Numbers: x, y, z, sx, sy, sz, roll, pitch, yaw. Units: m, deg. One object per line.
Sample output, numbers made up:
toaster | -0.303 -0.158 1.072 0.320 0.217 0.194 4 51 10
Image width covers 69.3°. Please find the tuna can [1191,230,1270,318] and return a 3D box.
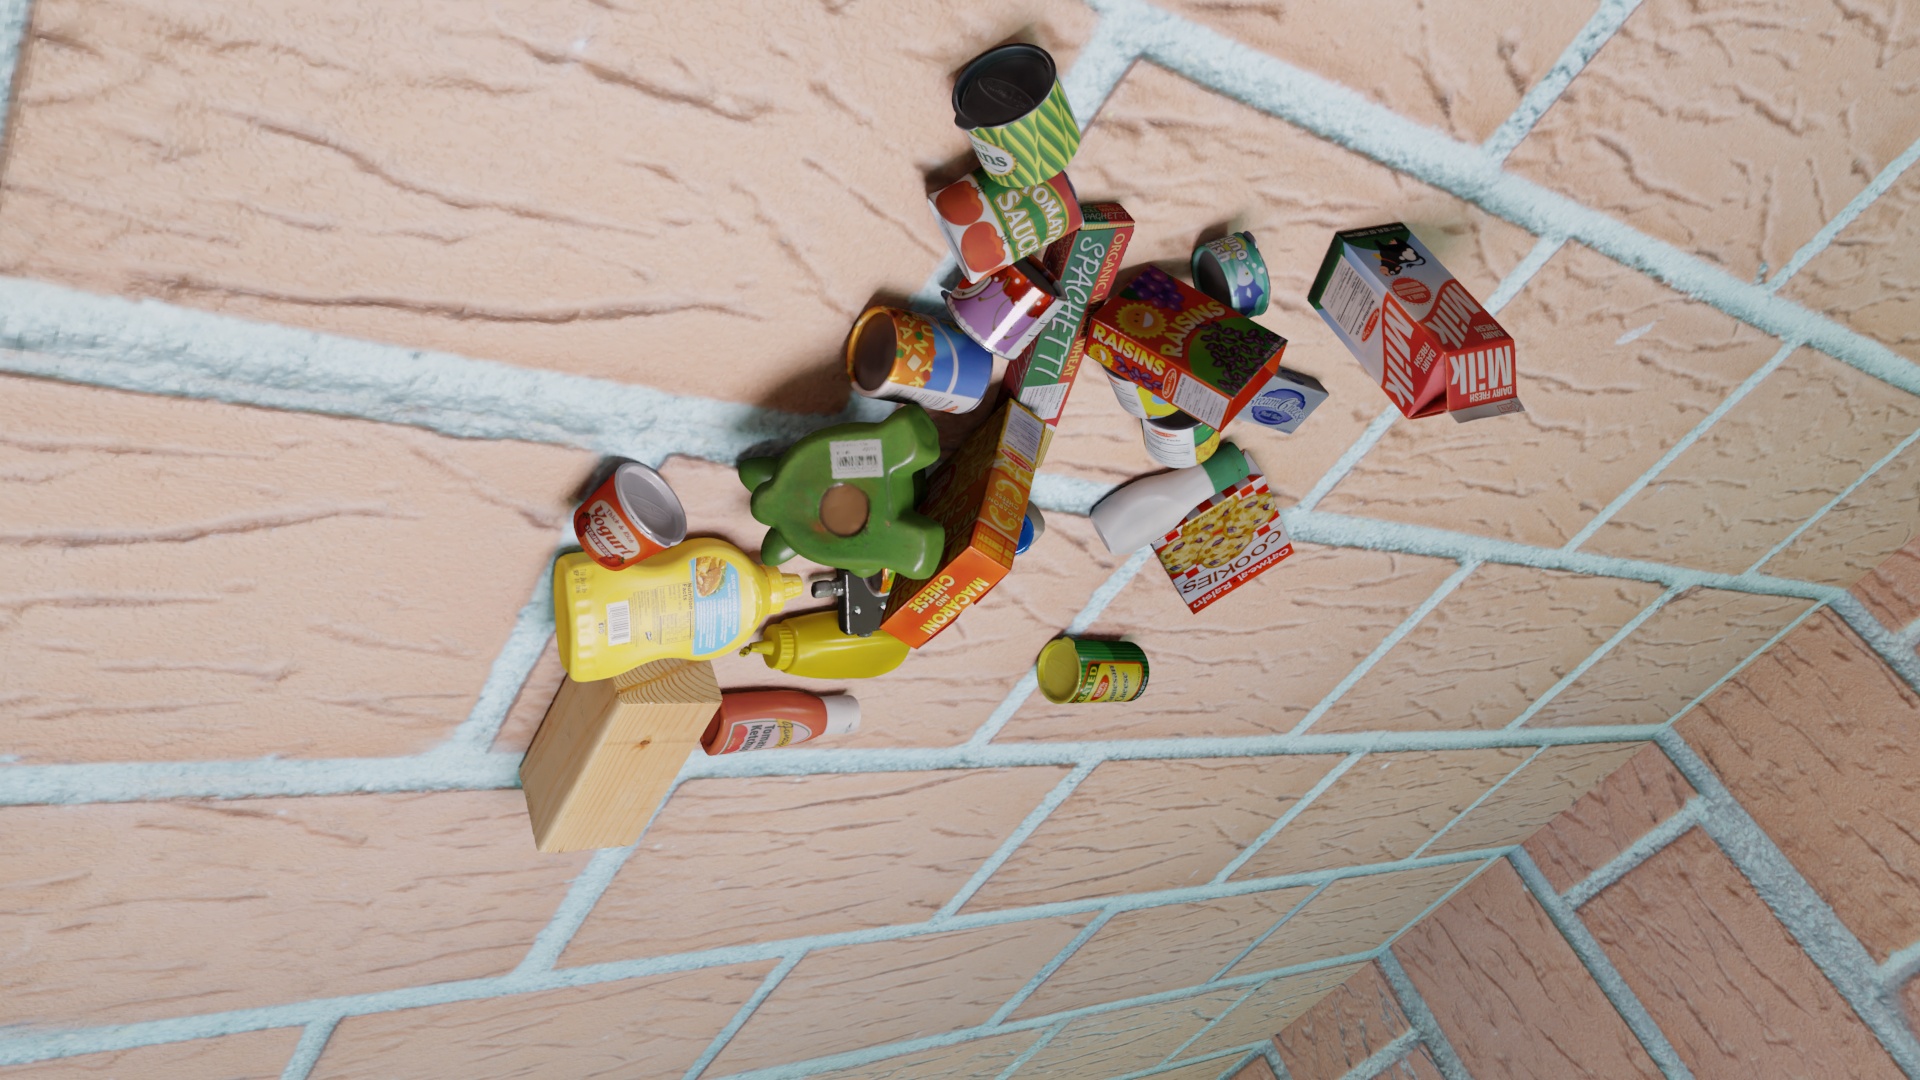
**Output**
tuna can | 0.205 -0.200 1.056 0.033 0.071 0.070 -20 145 -11

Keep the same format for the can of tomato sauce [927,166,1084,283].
can of tomato sauce | 0.030 -0.215 0.909 0.083 0.071 0.071 -28 146 1

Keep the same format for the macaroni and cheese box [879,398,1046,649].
macaroni and cheese box | 0.004 -0.013 1.053 0.040 0.167 0.123 33 133 -17

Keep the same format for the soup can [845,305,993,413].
soup can | -0.029 -0.131 0.984 0.084 0.071 0.071 6 133 -39

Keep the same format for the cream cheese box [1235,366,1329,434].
cream cheese box | 0.278 -0.128 1.239 0.104 0.024 0.053 9 131 -42

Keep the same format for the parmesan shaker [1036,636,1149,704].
parmesan shaker | 0.140 0.134 1.446 0.103 0.071 0.071 4 134 -39

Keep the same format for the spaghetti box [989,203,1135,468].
spaghetti box | 0.070 -0.148 1.061 0.050 0.029 0.248 -9 142 -26

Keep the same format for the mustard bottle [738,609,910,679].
mustard bottle | -0.121 0.091 1.219 0.160 0.049 0.065 1 136 -35

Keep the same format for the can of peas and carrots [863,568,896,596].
can of peas and carrots | -0.049 0.007 1.149 0.059 0.071 0.070 -12 142 -22

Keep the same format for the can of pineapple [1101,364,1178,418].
can of pineapple | 0.150 -0.139 1.096 0.071 0.071 0.057 -31 146 3

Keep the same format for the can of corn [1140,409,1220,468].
can of corn | 0.186 -0.105 1.169 0.071 0.071 0.058 -26 146 -4

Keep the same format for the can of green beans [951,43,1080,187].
can of green beans | 0.035 -0.261 0.856 0.071 0.071 0.057 -31 146 4

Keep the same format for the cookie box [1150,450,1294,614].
cookie box | 0.253 -0.005 1.369 0.123 0.040 0.167 -32 145 5

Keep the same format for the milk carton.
milk carton | 0.366 -0.163 1.106 0.072 0.191 0.073 -12 143 -22

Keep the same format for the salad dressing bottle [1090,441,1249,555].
salad dressing bottle | 0.193 -0.040 1.276 0.148 0.044 0.064 -29 135 -1

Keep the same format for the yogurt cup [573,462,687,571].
yogurt cup | -0.237 -0.014 0.989 0.054 0.072 0.072 -32 146 20

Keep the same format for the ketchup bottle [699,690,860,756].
ketchup bottle | -0.165 0.166 1.291 0.149 0.044 0.064 0 137 -36

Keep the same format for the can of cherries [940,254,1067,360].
can of cherries | 0.030 -0.171 0.973 0.071 0.072 0.058 15 126 -46

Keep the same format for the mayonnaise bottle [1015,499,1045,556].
mayonnaise bottle | 0.040 -0.008 1.148 0.065 0.041 0.148 -34 180 1

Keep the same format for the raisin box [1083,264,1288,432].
raisin box | 0.165 -0.144 1.027 0.086 0.123 0.039 -44 158 -33
